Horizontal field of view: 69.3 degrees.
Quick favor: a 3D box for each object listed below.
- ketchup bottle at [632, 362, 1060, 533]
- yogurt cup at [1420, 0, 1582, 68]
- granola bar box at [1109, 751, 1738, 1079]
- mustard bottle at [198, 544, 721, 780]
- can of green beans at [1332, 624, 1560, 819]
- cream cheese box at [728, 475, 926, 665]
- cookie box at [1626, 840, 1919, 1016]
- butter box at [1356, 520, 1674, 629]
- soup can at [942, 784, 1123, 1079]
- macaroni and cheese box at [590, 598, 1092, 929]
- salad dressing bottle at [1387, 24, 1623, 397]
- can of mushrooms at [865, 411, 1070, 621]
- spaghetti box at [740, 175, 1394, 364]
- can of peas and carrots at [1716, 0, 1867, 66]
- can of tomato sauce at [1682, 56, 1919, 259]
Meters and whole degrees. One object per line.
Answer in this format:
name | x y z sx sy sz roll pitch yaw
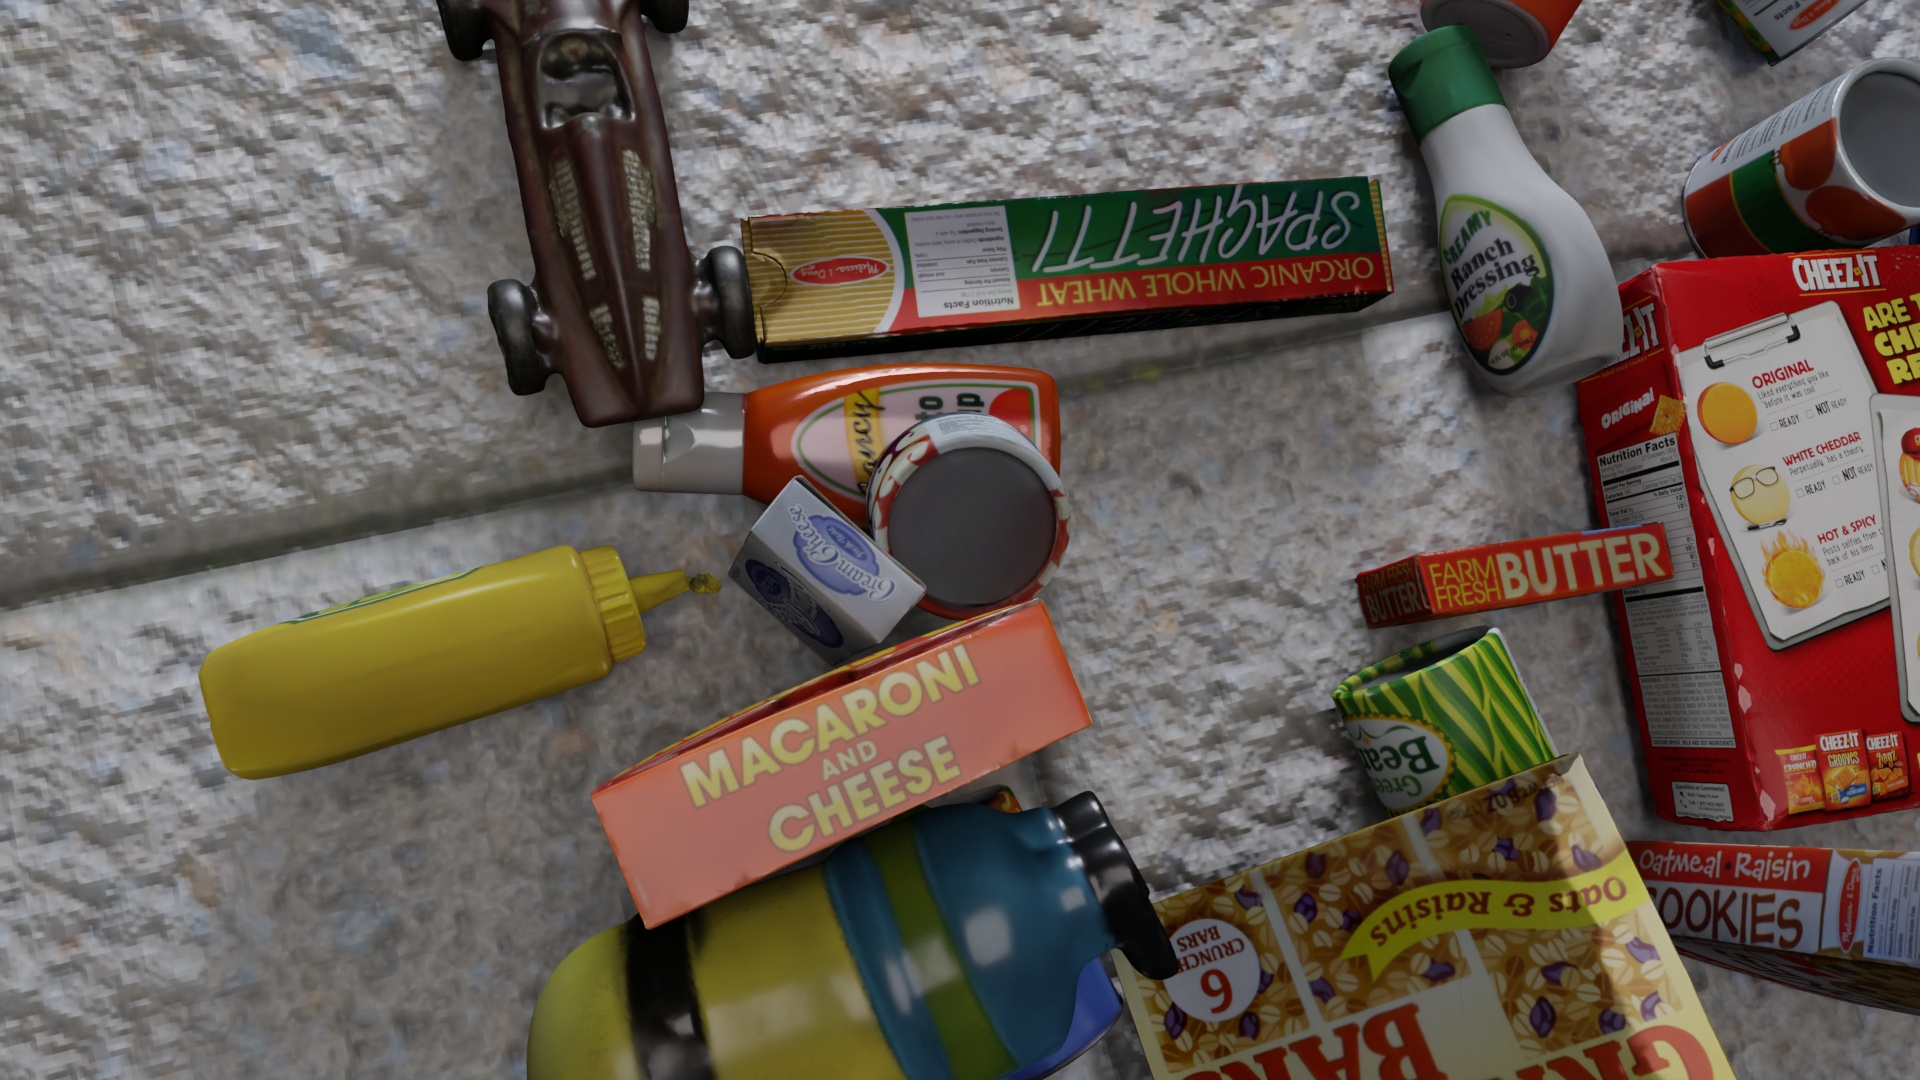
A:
ketchup bottle | -0.040 -0.033 0.499 0.149 0.043 0.064 2 89 -9
yogurt cup | 0.224 -0.230 0.565 0.072 0.072 0.054 26 87 -6
granola bar box | 0.145 0.156 0.451 0.165 0.039 0.124 -23 71 11
mustard bottle | -0.158 0.033 0.460 0.161 0.065 0.049 -17 91 -18
can of green beans | 0.179 0.070 0.512 0.071 0.071 0.058 -24 87 -12
cream cheese box | -0.047 0.013 0.460 0.053 0.103 0.024 41 74 -4
cookie box | 0.333 0.141 0.479 0.123 0.167 0.040 18 77 -7
butter box | 0.211 0.014 0.532 0.104 0.053 0.024 -7 82 -11
soup can | 0.005 0.136 0.469 0.071 0.071 0.084 -27 87 -13
macaroni and cheese box | -0.042 0.064 0.421 0.124 0.166 0.040 -23 86 -13
salad dressing bottle | 0.212 -0.132 0.553 0.044 0.064 0.148 -11 76 -23
can of mushrooms | 0.002 -0.006 0.470 0.071 0.033 0.070 -3 107 -9
spaghetti box | 0.044 -0.104 0.531 0.250 0.028 0.050 -6 83 -11
can of peas and carrots | 0.357 -0.248 0.592 0.071 0.071 0.059 -40 90 -13
can of tomato sauce | 0.353 -0.146 0.566 0.071 0.083 0.071 1 82 -10
